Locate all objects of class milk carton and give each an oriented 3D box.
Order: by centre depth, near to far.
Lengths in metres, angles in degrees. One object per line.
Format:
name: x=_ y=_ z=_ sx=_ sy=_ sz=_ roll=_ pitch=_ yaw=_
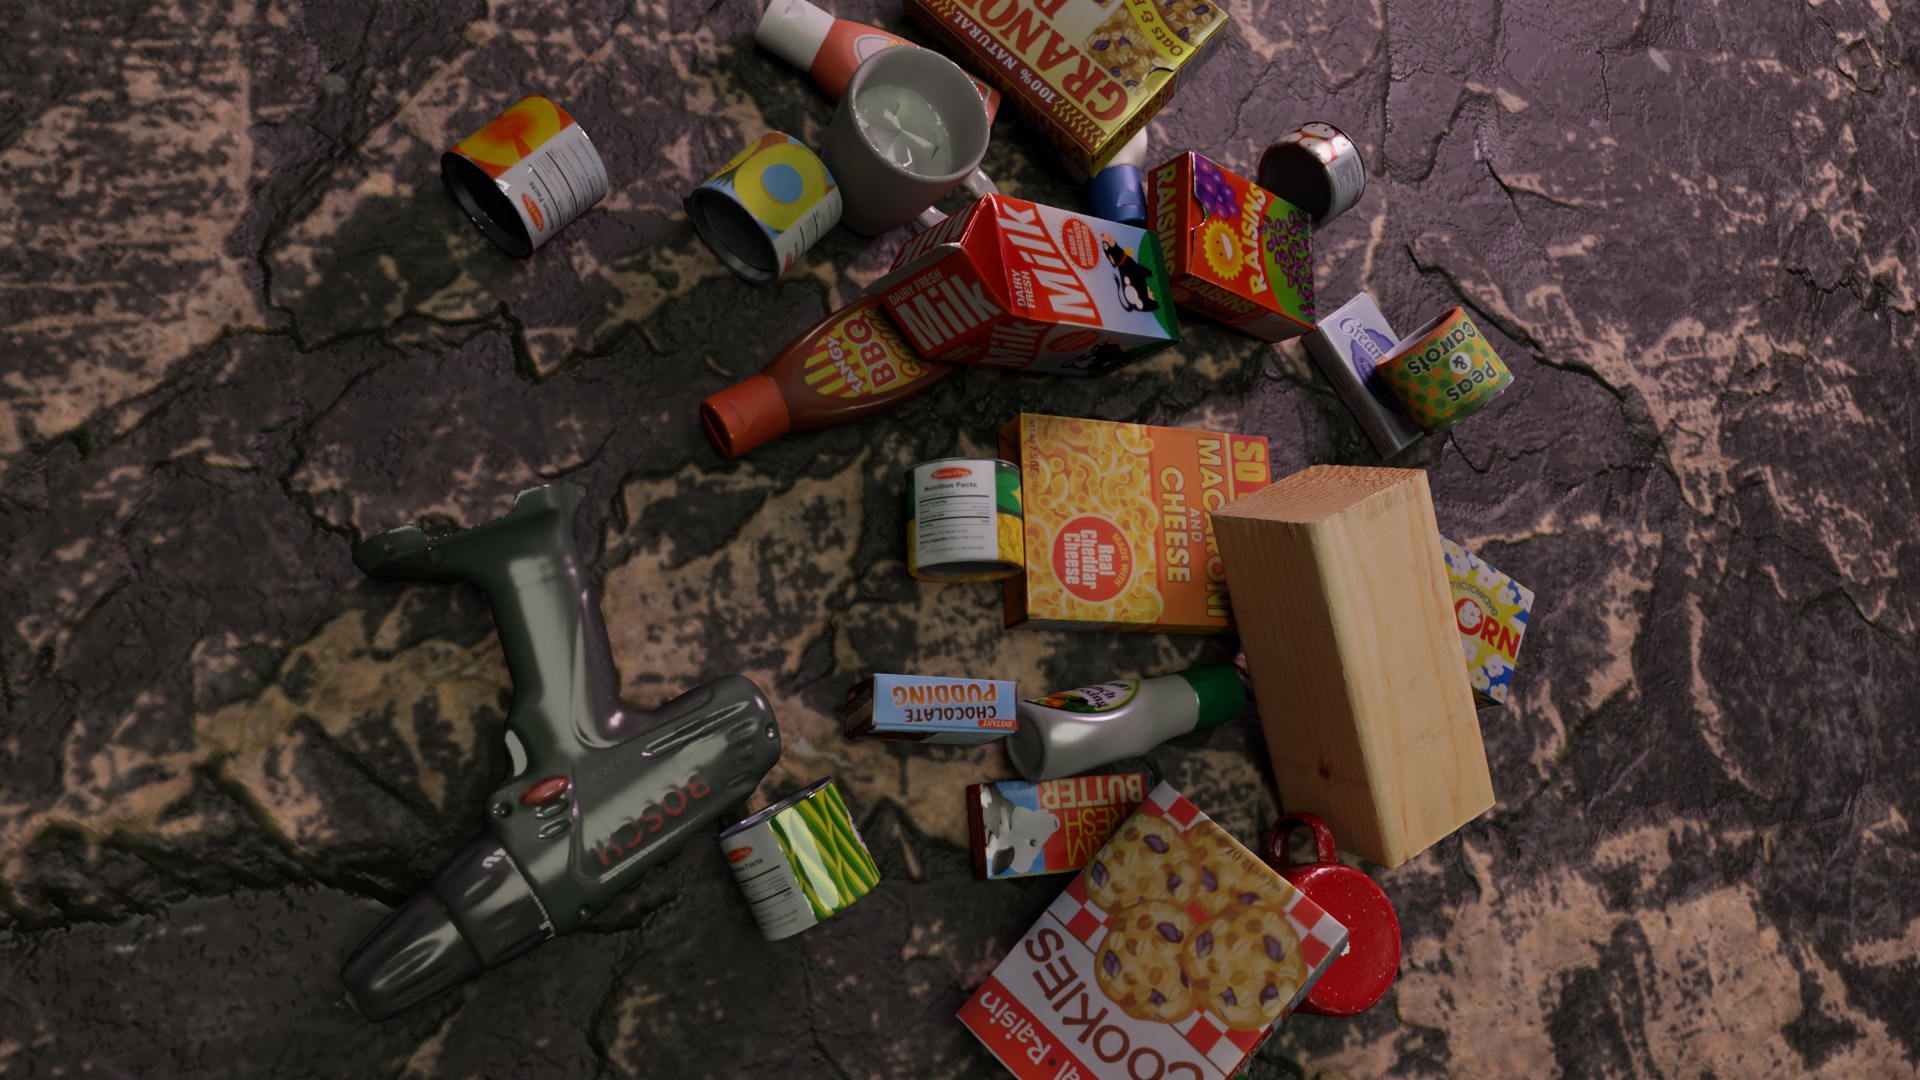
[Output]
milk carton: x=0.036 y=-0.143 z=0.793 sx=0.191 sy=0.072 sz=0.073 roll=-1 pitch=76 yaw=-44

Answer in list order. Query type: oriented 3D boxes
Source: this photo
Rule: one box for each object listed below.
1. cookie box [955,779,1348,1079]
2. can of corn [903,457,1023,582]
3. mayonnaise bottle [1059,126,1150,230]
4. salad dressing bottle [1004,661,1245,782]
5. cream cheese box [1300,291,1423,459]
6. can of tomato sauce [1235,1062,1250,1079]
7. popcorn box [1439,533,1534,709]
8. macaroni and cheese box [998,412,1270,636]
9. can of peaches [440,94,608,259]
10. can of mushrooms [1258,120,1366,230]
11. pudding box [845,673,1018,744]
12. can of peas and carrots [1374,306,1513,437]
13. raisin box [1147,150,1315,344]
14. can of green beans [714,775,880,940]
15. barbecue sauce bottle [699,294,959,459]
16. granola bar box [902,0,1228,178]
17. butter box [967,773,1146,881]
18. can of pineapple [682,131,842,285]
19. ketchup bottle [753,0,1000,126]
cookie box: x=0.099 y=0.229 z=0.722 sx=0.123 sy=0.040 sz=0.168 roll=38 pitch=76 yaw=28
can of corn: x=0.003 y=-0.010 z=0.785 sx=0.071 sy=0.071 sz=0.058 roll=3 pitch=76 yaw=-21
mayonnaise bottle: x=0.090 y=-0.268 z=0.899 sx=0.065 sy=0.041 sz=0.148 roll=-8 pitch=79 yaw=-16
salad dressing bottle: x=0.097 y=0.101 z=0.796 sx=0.148 sy=0.064 sz=0.044 roll=-9 pitch=97 yaw=-32
cream cheese box: x=0.280 y=-0.112 z=0.941 sx=0.053 sy=0.024 sz=0.104 roll=-34 pitch=90 yaw=-26
can of tomato sauce: x=0.119 y=0.295 z=0.745 sx=0.071 sy=0.071 sz=0.083 roll=25 pitch=69 yaw=-14
popcorn box: x=0.303 y=0.044 z=0.901 sx=0.126 sy=0.038 sz=0.085 roll=30 pitch=67 yaw=-12
macaroni and cheese box: x=0.108 y=-0.007 z=0.837 sx=0.167 sy=0.040 sz=0.124 roll=4 pitch=76 yaw=-20
can of peaches: x=-0.233 y=-0.195 z=0.741 sx=0.071 sy=0.071 sz=0.058 roll=45 pitch=66 yaw=-5
can of mushrooms: x=0.235 y=-0.246 z=0.939 sx=0.033 sy=0.071 sz=0.071 roll=-36 pitch=91 yaw=-24
pudding box: x=-0.016 y=0.093 z=0.757 sx=0.084 sy=0.049 sz=0.030 roll=5 pitch=73 yaw=-20
can of peas and carrots: x=0.313 y=-0.110 z=0.900 sx=0.071 sy=0.070 sz=0.058 roll=-38 pitch=92 yaw=-25
raisin box: x=0.175 y=-0.185 z=0.891 sx=0.123 sy=0.040 sz=0.086 roll=14 pitch=72 yaw=-37
can of green beans: x=-0.082 y=0.161 z=0.704 sx=0.071 sy=0.071 sz=0.058 roll=-26 pitch=87 yaw=-25
barbecue sauce bottle: x=-0.075 y=-0.093 z=0.786 sx=0.149 sy=0.043 sz=0.065 roll=-30 pitch=90 yaw=-25
granola bar box: x=0.064 y=-0.327 z=0.867 sx=0.165 sy=0.039 sz=0.124 roll=43 pitch=85 yaw=8
butter box: x=0.056 y=0.160 z=0.781 sx=0.104 sy=0.024 sz=0.053 roll=-1 pitch=77 yaw=-21
can of pineapple: x=-0.111 y=-0.189 z=0.786 sx=0.071 sy=0.070 sz=0.058 roll=44 pitch=65 yaw=-6
ketchup bottle: x=-0.052 y=-0.282 z=0.846 sx=0.149 sy=0.043 sz=0.065 roll=27 pitch=65 yaw=-12
